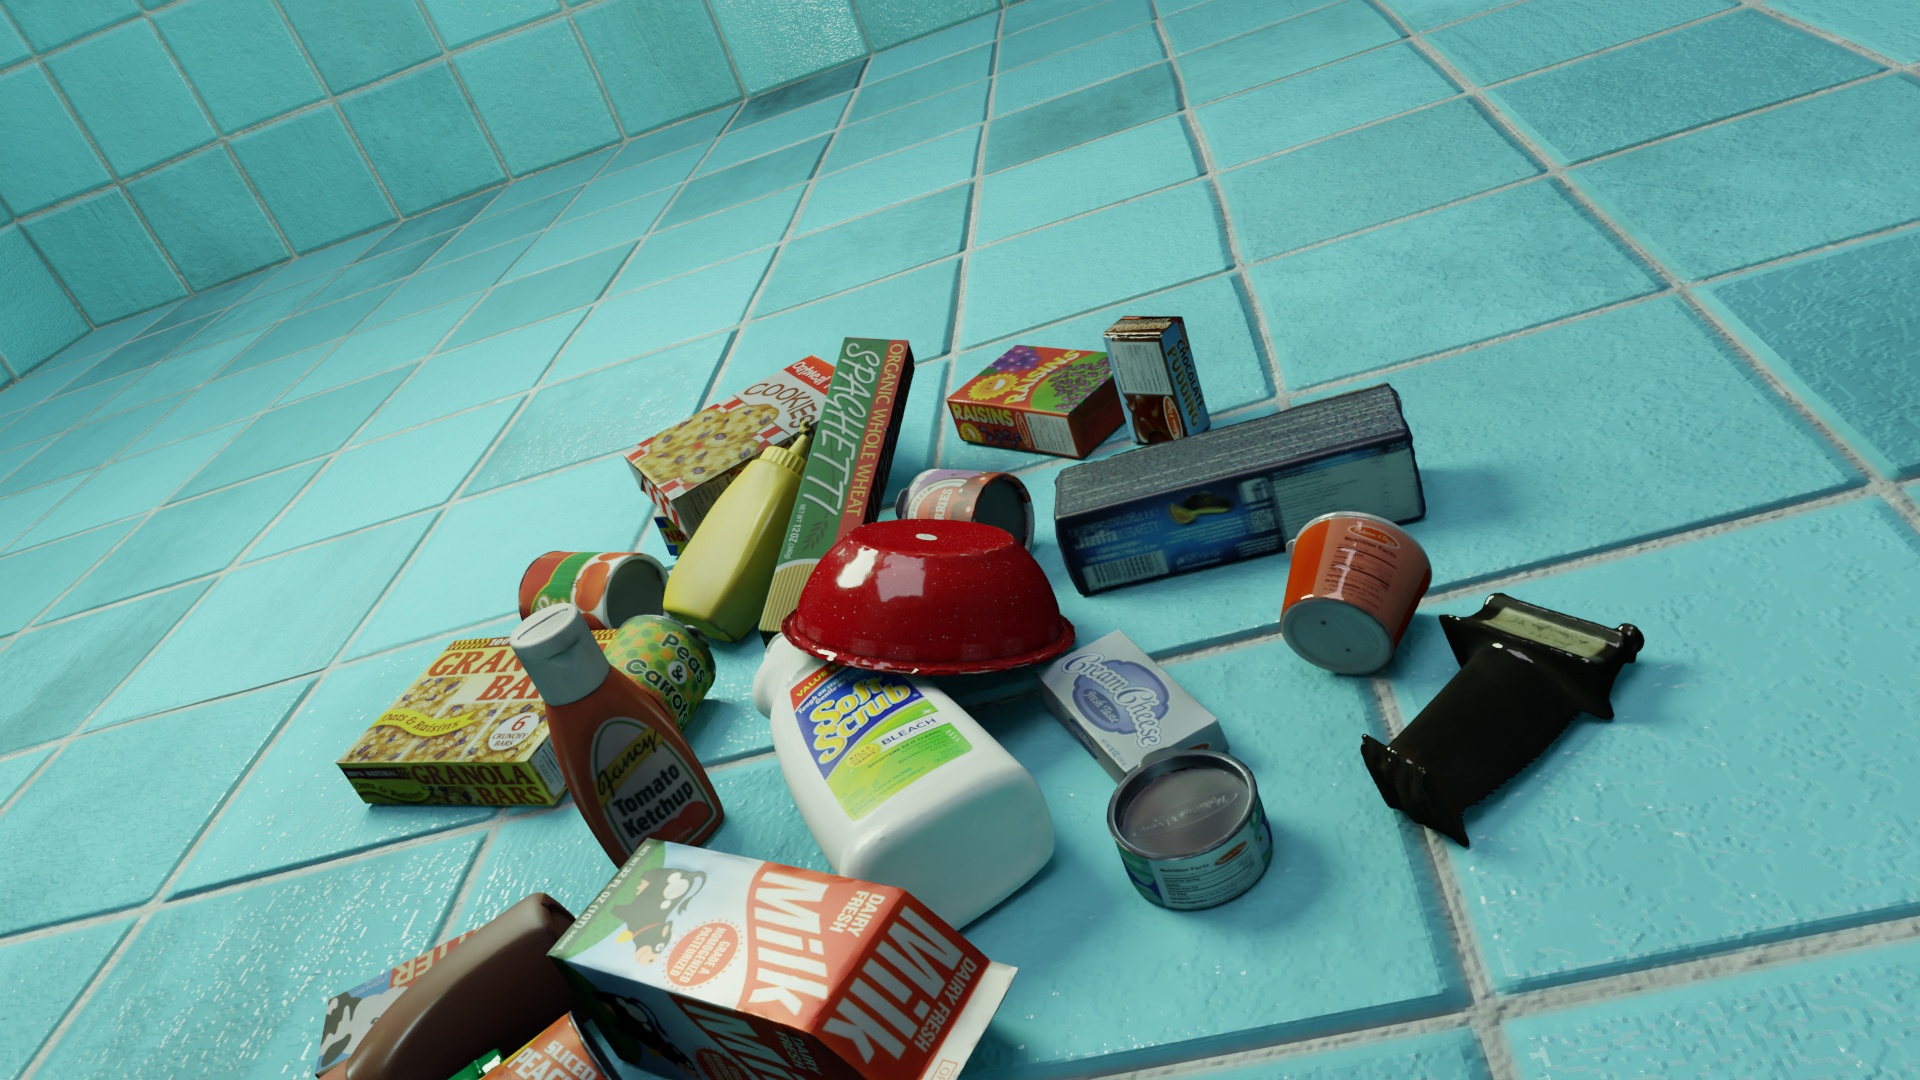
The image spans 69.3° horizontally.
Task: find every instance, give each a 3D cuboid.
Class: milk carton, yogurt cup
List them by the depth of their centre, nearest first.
[{"bbox_3d":[-0.071,0.185,0.571,0.190,0.073,0.073,1,36,35],"label":"milk carton"},{"bbox_3d":[0.189,0.028,0.673,0.072,0.072,0.054,0,44,35],"label":"yogurt cup"}]

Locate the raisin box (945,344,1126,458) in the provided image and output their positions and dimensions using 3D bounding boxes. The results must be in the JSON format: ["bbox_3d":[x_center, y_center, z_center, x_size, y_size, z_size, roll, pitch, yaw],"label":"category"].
[{"bbox_3d":[0.063,-0.102,1.005,0.123,0.040,0.086,13,45,45],"label":"raisin box"}]

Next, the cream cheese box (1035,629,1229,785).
[{"bbox_3d":[0.083,0.085,0.688,0.053,0.024,0.104,-27,29,-11],"label":"cream cheese box"}]

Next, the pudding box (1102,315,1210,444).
[{"bbox_3d":[0.129,-0.105,0.918,0.049,0.083,0.030,7,37,43],"label":"pudding box"}]

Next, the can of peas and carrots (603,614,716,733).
[{"bbox_3d":[-0.185,0.087,0.823,0.071,0.070,0.059,-8,32,25],"label":"can of peas and carrots"}]

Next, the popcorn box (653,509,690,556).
[{"bbox_3d":[-0.151,-0.027,1.023,0.126,0.038,0.085,-2,34,33],"label":"popcorn box"}]

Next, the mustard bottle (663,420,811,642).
[{"bbox_3d":[-0.134,-0.011,0.921,0.065,0.048,0.161,13,66,37],"label":"mustard bottle"}]

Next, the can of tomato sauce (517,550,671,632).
[{"bbox_3d":[-0.248,0.042,0.945,0.083,0.071,0.071,0,35,33],"label":"can of tomato sauce"}]

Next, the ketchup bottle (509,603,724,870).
[{"bbox_3d":[-0.179,0.101,0.710,0.065,0.148,0.043,-35,29,-23],"label":"ketchup bottle"}]

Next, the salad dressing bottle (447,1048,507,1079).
[{"bbox_3d":[-0.250,0.272,0.577,0.148,0.043,0.064,-33,28,-21],"label":"salad dressing bottle"}]

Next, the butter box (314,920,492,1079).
[{"bbox_3d":[-0.259,0.226,0.680,0.103,0.024,0.053,-25,29,-5],"label":"butter box"}]

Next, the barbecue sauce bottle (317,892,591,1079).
[{"bbox_3d":[-0.234,0.226,0.629,0.149,0.064,0.044,-35,28,-6],"label":"barbecue sauce bottle"}]

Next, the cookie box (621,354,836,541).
[{"bbox_3d":[-0.148,-0.071,1.013,0.168,0.040,0.123,-30,30,-17],"label":"cookie box"}]

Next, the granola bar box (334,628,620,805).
[{"bbox_3d":[-0.292,0.112,0.882,0.165,0.039,0.125,-5,33,28],"label":"granola bar box"}]

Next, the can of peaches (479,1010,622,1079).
[{"bbox_3d":[-0.163,0.233,0.555,0.058,0.071,0.071,-34,31,-20],"label":"can of peaches"}]

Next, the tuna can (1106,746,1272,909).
[{"bbox_3d":[0.099,0.123,0.602,0.071,0.032,0.071,-17,29,10],"label":"tuna can"}]

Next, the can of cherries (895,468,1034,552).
[{"bbox_3d":[0.003,-0.011,0.857,0.058,0.071,0.072,5,38,39],"label":"can of cherries"}]

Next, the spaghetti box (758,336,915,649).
[{"bbox_3d":[-0.076,-0.036,0.906,0.050,0.028,0.251,4,54,10],"label":"spaghetti box"}]
